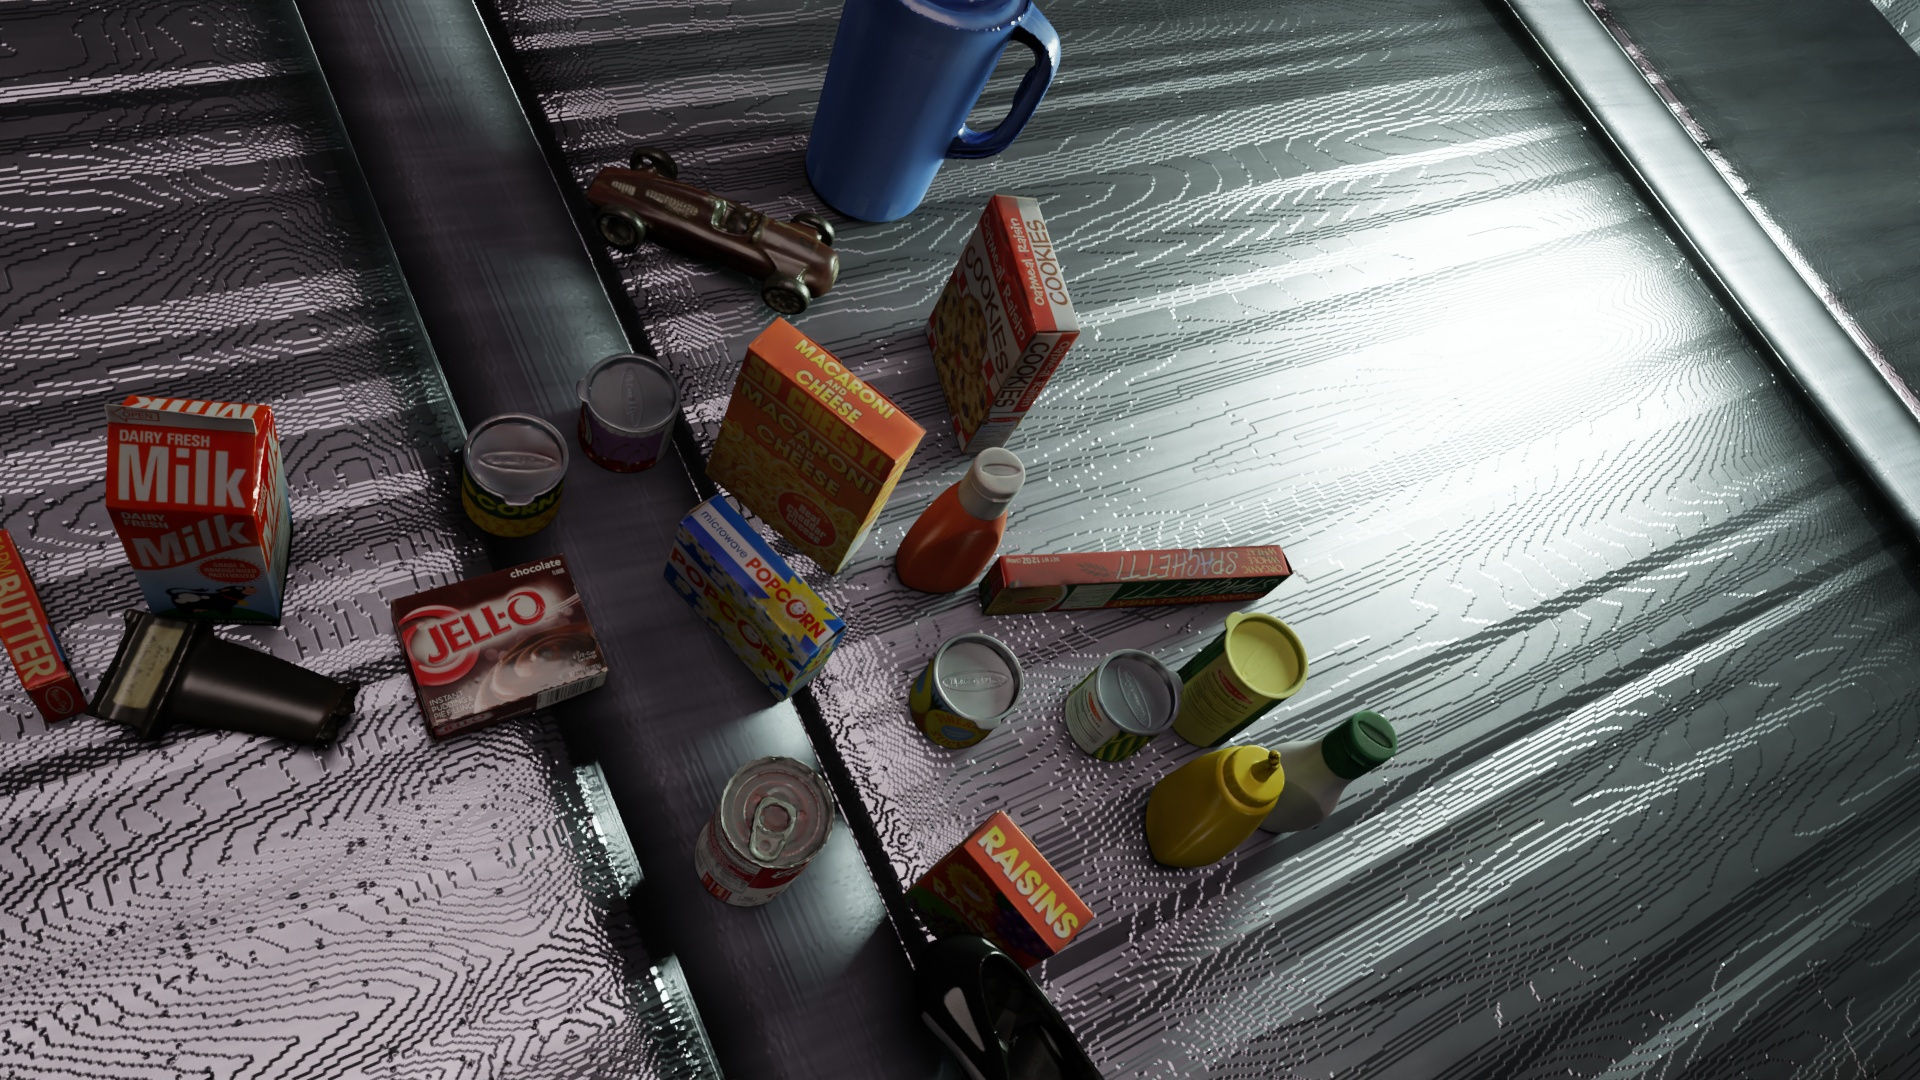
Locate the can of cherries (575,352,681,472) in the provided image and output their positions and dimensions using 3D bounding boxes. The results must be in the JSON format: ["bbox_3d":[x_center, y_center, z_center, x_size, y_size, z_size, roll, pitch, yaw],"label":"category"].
[{"bbox_3d":[-0.238,-0.090,0.985,0.071,0.058,0.072,9,59,-16],"label":"can of cherries"}]

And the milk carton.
[{"bbox_3d":[-0.431,-0.022,0.793,0.072,0.189,0.074,4,61,-19],"label":"milk carton"}]

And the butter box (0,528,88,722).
[{"bbox_3d":[-0.535,0.049,0.795,0.024,0.053,0.103,-24,73,-30],"label":"butter box"}]

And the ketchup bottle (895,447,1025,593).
[{"bbox_3d":[0.004,-0.012,0.981,0.065,0.148,0.044,1,62,-21],"label":"ketchup bottle"}]

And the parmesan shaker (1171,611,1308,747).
[{"bbox_3d":[0.198,0.102,1.019,0.071,0.102,0.071,9,60,-16],"label":"parmesan shaker"}]

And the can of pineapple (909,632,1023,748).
[{"bbox_3d":[0.003,0.107,0.968,0.071,0.057,0.071,9,59,-16],"label":"can of pineapple"}]

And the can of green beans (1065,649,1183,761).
[{"bbox_3d":[0.116,0.120,1.005,0.071,0.057,0.071,9,59,-16],"label":"can of green beans"}]

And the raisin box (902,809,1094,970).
[{"bbox_3d":[0.021,0.228,0.868,0.040,0.122,0.086,-36,79,-33],"label":"raisin box"}]

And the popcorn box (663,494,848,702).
[{"bbox_3d":[-0.141,0.040,0.934,0.127,0.084,0.038,45,57,7],"label":"popcorn box"}]

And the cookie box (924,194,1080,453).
[{"bbox_3d":[0.027,-0.162,1.063,0.040,0.166,0.123,-5,64,-23],"label":"cookie box"}]

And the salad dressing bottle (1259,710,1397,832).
[{"bbox_3d":[0.251,0.163,0.979,0.064,0.147,0.044,37,56,2],"label":"salad dressing bottle"}]

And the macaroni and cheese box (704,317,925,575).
[{"bbox_3d":[-0.104,-0.061,0.956,0.124,0.165,0.040,38,56,2],"label":"macaroni and cheese box"}]

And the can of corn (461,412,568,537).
[{"bbox_3d":[-0.300,-0.041,0.934,0.071,0.058,0.071,9,59,-16],"label":"can of corn"}]

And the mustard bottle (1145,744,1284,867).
[{"bbox_3d":[0.177,0.174,0.936,0.049,0.159,0.065,6,61,-18],"label":"mustard bottle"}]

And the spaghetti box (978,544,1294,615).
[{"bbox_3d":[0.137,0.030,1.068,0.251,0.050,0.029,-2,63,-22],"label":"spaghetti box"}]
